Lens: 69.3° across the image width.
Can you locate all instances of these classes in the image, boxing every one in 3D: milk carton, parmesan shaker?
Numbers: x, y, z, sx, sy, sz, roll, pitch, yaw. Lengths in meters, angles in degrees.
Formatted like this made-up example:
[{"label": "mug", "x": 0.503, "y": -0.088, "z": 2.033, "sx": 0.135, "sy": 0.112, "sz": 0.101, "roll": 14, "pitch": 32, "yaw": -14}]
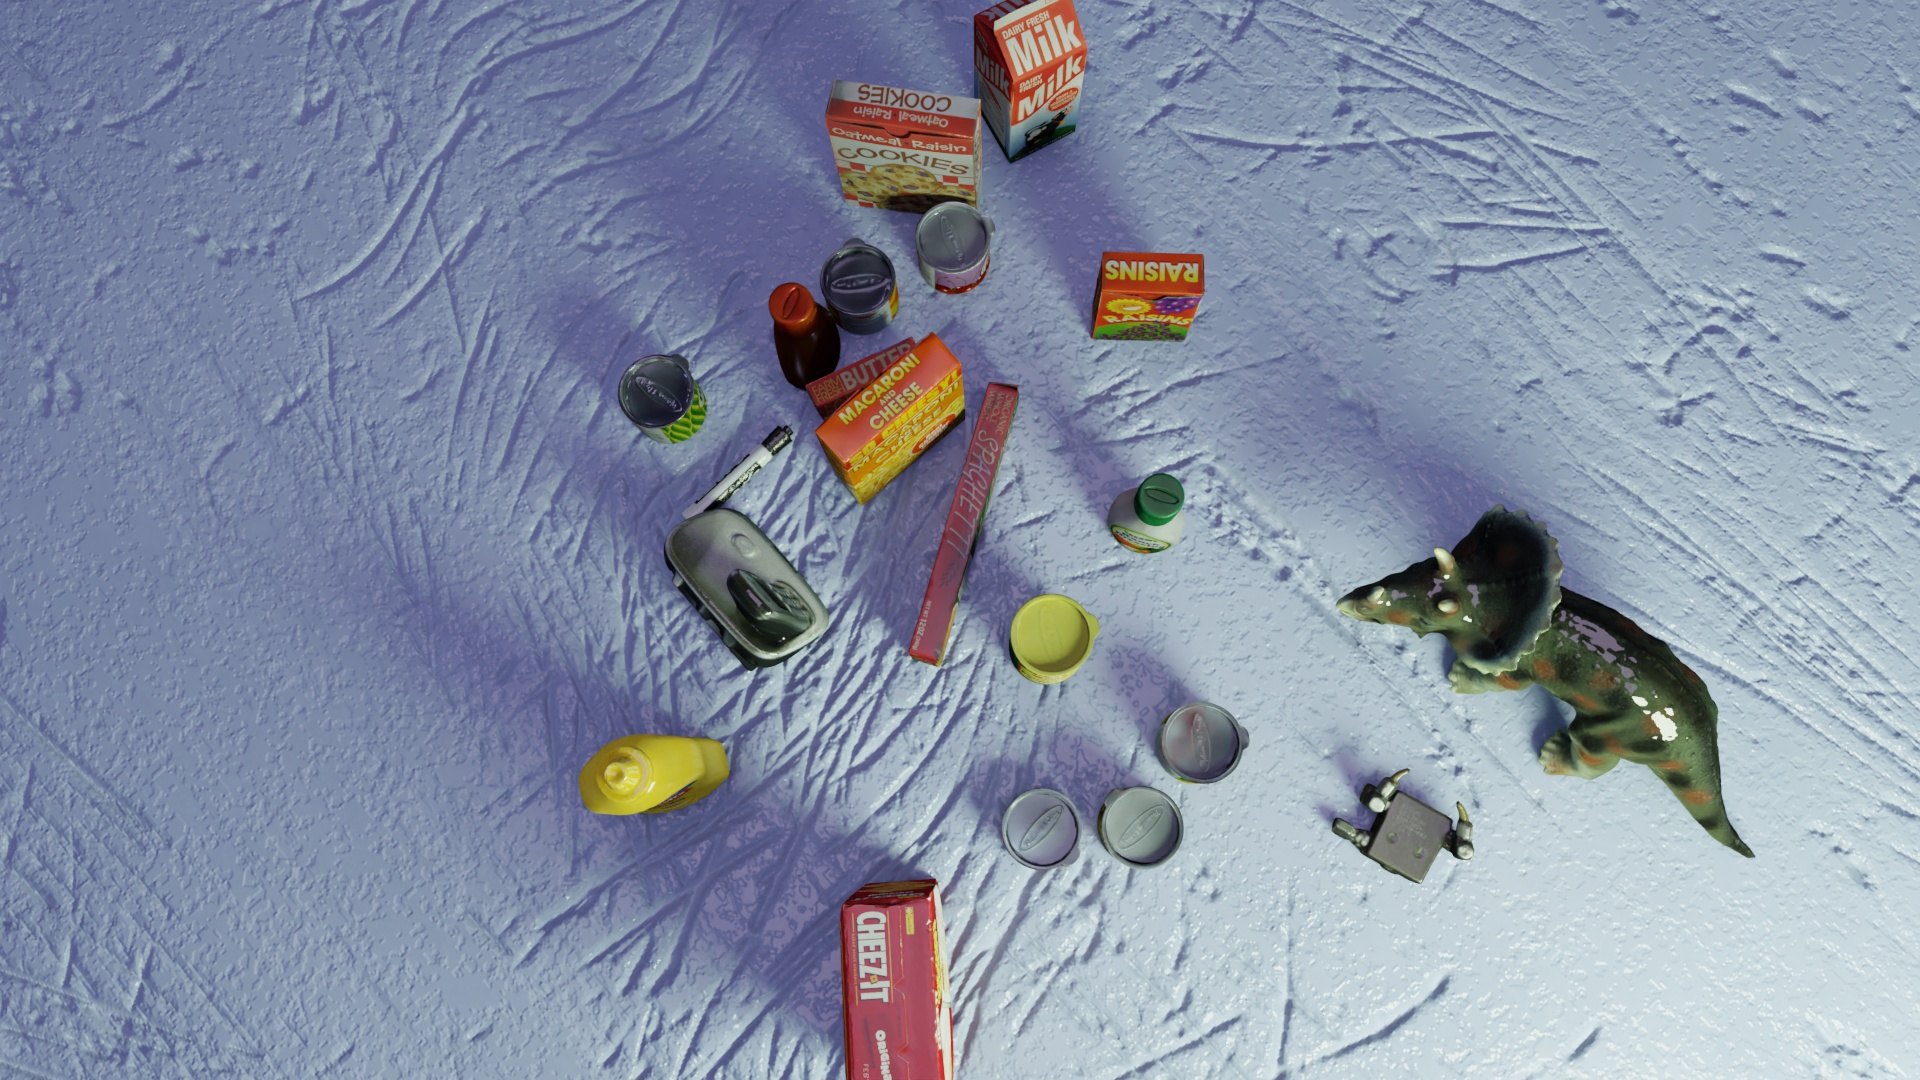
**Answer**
[{"label": "milk carton", "x": 0.059, "y": -0.411, "z": 1.199, "sx": 0.072, "sy": 0.190, "sz": 0.073, "roll": -28, "pitch": 80, "yaw": -4}, {"label": "parmesan shaker", "x": 0.076, "y": 0.083, "z": 1.147, "sx": 0.071, "sy": 0.103, "sz": 0.071, "roll": 0, "pitch": 79, "yaw": 1}]

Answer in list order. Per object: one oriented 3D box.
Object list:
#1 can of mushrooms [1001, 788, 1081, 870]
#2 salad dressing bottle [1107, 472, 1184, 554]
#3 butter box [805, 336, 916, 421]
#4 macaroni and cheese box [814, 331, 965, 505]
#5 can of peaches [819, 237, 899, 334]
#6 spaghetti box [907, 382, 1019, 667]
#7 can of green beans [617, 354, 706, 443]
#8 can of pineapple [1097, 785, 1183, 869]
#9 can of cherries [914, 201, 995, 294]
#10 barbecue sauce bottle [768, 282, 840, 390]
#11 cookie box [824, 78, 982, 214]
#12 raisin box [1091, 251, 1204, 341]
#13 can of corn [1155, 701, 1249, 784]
[{"label": "can of mushrooms", "x": 0.068, "y": 0.241, "z": 1.152, "sx": 0.071, "sy": 0.033, "sz": 0.071, "roll": 0, "pitch": 79, "yaw": 1}, {"label": "salad dressing bottle", "x": 0.156, "y": -0.023, "z": 1.143, "sx": 0.064, "sy": 0.147, "sz": 0.044, "roll": 20, "pitch": 81, "yaw": 5}, {"label": "butter box", "x": -0.082, "y": -0.141, "z": 1.219, "sx": 0.103, "sy": 0.053, "sz": 0.024, "roll": -25, "pitch": 80, "yaw": -4}, {"label": "macaroni and cheese box", "x": -0.055, "y": -0.097, "z": 1.152, "sx": 0.124, "sy": 0.166, "sz": 0.040, "roll": -41, "pitch": 81, "yaw": -6}, {"label": "can of peaches", "x": -0.089, "y": -0.224, "z": 1.233, "sx": 0.071, "sy": 0.058, "sz": 0.071, "roll": 0, "pitch": 79, "yaw": 1}, {"label": "spaghetti box", "x": 0.004, "y": -0.015, "z": 1.194, "sx": 0.029, "sy": 0.050, "sz": 0.250, "roll": 16, "pitch": 80, "yaw": 4}, {"label": "can of green beans", "x": -0.260, "y": -0.123, "z": 1.216, "sx": 0.071, "sy": 0.057, "sz": 0.071, "roll": 0, "pitch": 79, "yaw": 1}, {"label": "can of pineapple", "x": 0.146, "y": 0.233, "z": 1.140, "sx": 0.071, "sy": 0.057, "sz": 0.071, "roll": 0, "pitch": 79, "yaw": 1}, {"label": "can of cherries", "x": -0.004, "y": -0.260, "z": 1.238, "sx": 0.071, "sy": 0.058, "sz": 0.071, "roll": 0, "pitch": 79, "yaw": 1}, {"label": "barbecue sauce bottle", "x": -0.133, "y": -0.176, "z": 1.178, "sx": 0.044, "sy": 0.148, "sz": 0.065, "roll": 22, "pitch": 81, "yaw": 5}, {"label": "cookie box", "x": -0.045, "y": -0.332, "z": 1.197, "sx": 0.123, "sy": 0.167, "sz": 0.040, "roll": 8, "pitch": 80, "yaw": 3}, {"label": "raisin box", "x": 0.158, "y": -0.207, "z": 1.191, "sx": 0.086, "sy": 0.123, "sz": 0.040, "roll": 3, "pitch": 80, "yaw": 2}, {"label": "can of corn", "x": 0.199, "y": 0.168, "z": 1.151, "sx": 0.071, "sy": 0.058, "sz": 0.071, "roll": 0, "pitch": 79, "yaw": 1}]
